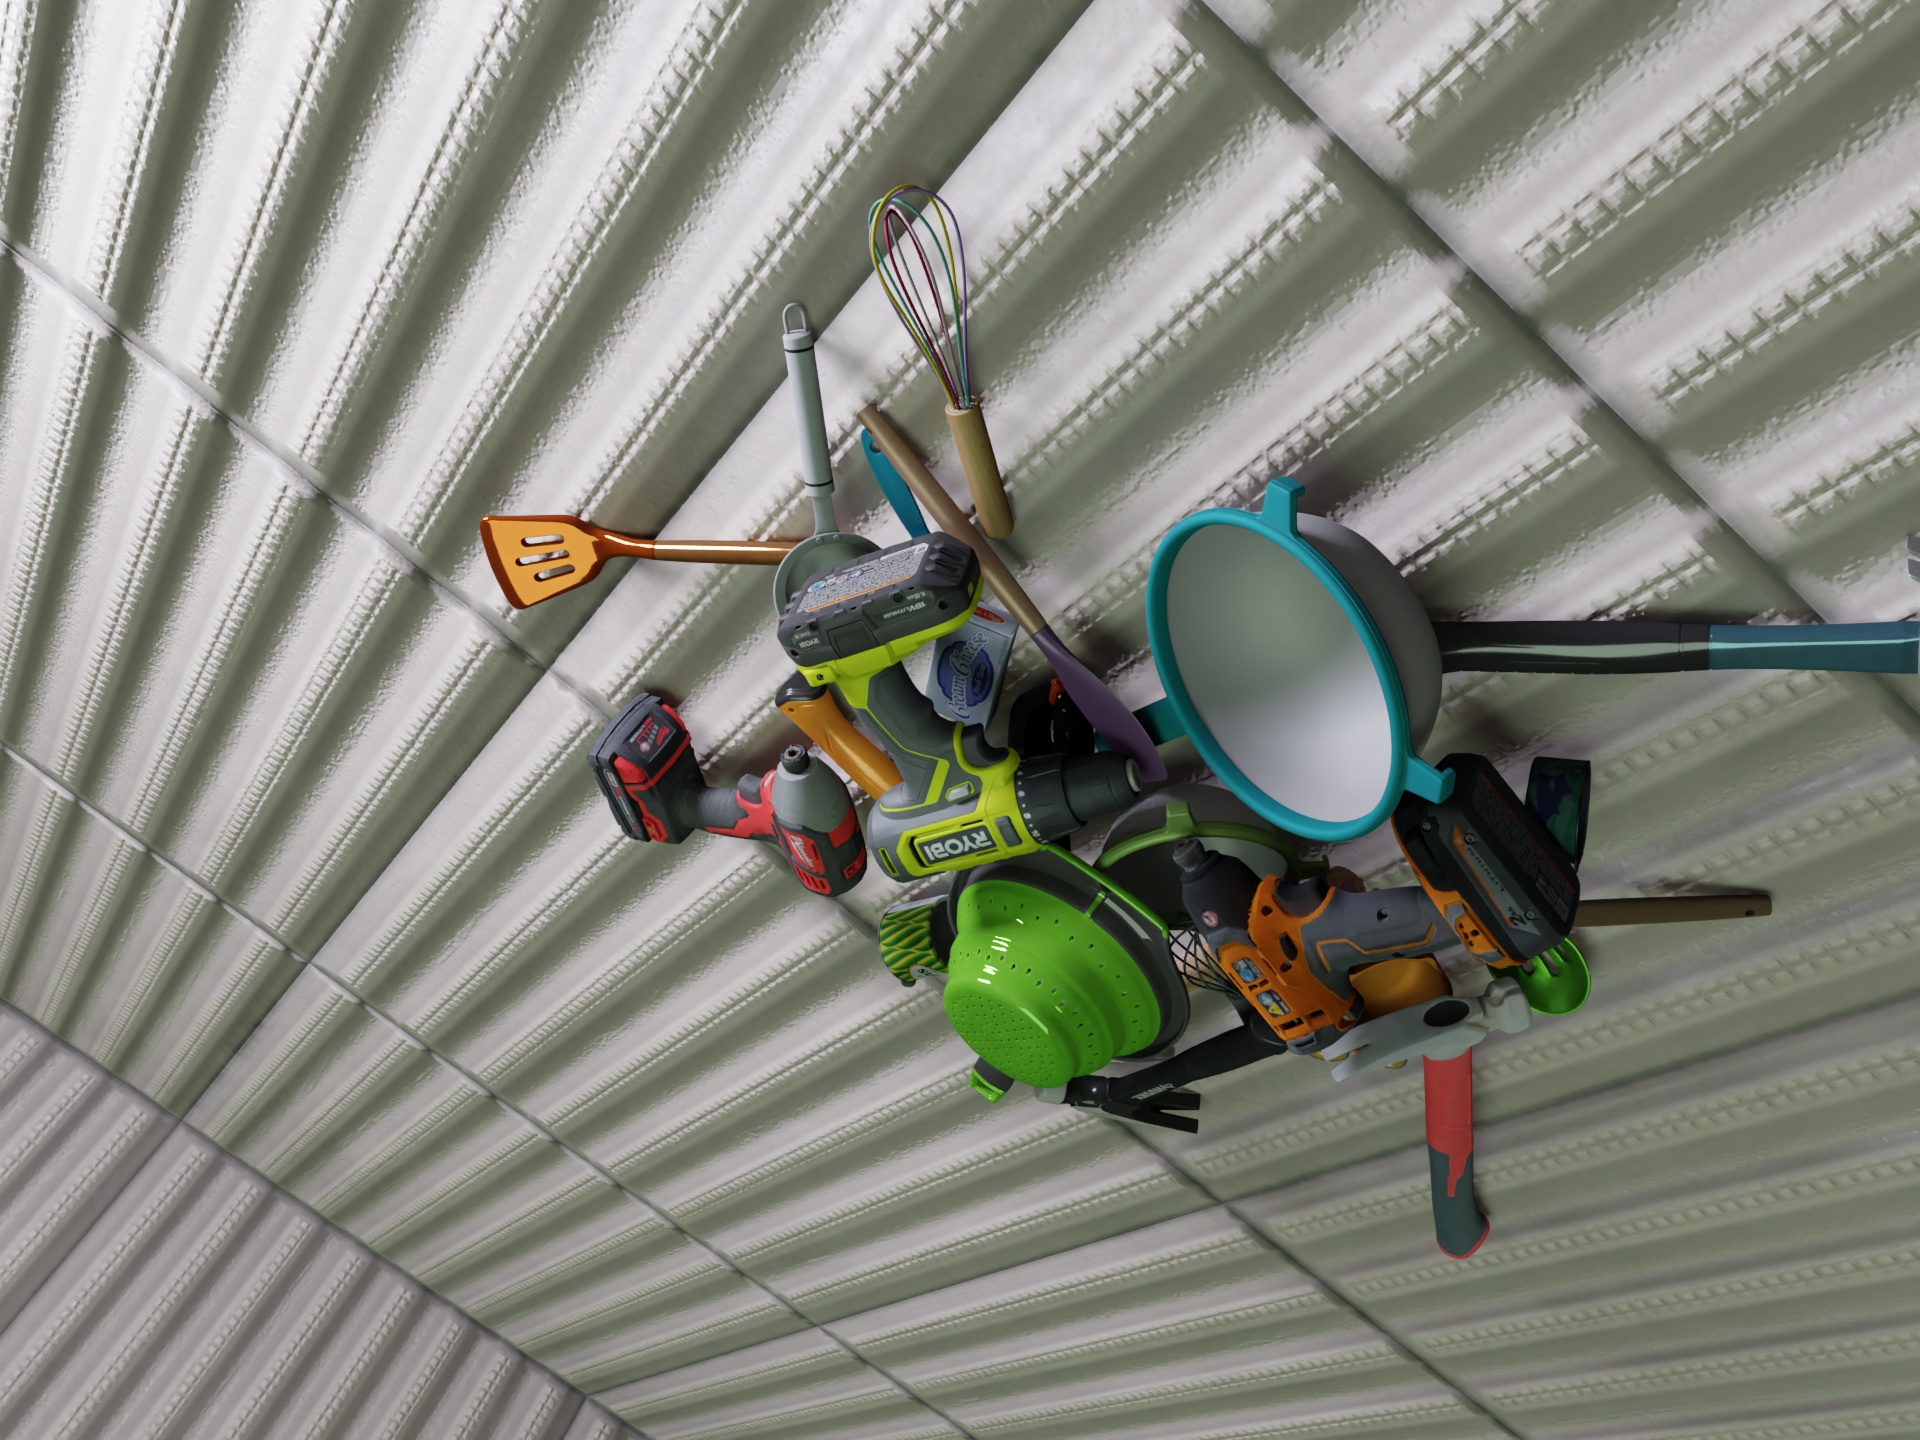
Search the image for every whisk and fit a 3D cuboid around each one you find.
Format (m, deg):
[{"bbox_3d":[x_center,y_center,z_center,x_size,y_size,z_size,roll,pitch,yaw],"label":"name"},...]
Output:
[{"bbox_3d":[-0.008,-0.208,0.965,0.051,0.047,0.244,3,136,25],"label":"whisk"},{"bbox_3d":[0.206,0.202,1.188,0.055,0.055,0.238,0,148,29],"label":"whisk"}]

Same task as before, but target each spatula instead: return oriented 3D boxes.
[{"bbox_3d":[-0.205,-0.119,1.163,0.323,0.041,0.081,4,125,24],"label":"spatula"},{"bbox_3d":[0.036,-0.080,1.048,0.316,0.018,0.060,51,159,-9],"label":"spatula"}]

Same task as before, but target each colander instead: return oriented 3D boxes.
[{"bbox_3d":[0.040,0.241,1.220,0.204,0.094,0.396,35,146,11],"label":"colander"}]

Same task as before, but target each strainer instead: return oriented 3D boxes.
[{"bbox_3d":[0.190,-0.029,1.001,0.211,0.095,0.340,62,157,1],"label":"strainer"},{"bbox_3d":[-0.091,-0.149,1.055,0.087,0.050,0.258,-8,120,-3],"label":"strainer"},{"bbox_3d":[0.132,0.111,1.169,0.151,0.069,0.256,21,142,-30],"label":"strainer"}]

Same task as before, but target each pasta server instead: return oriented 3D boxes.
[{"bbox_3d":[0.366,0.125,1.060,0.316,0.040,0.060,-5,132,15],"label":"pasta server"}]

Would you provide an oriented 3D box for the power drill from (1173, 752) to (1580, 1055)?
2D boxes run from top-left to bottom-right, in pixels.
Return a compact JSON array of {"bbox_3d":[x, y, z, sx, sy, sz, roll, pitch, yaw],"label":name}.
[{"bbox_3d":[0.248,0.109,1.004,0.164,0.084,0.226,50,131,-6],"label":"power drill"}]

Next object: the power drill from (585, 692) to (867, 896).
[{"bbox_3d":[-0.182,0.057,1.272,0.220,0.079,0.143,14,140,26],"label":"power drill"}]

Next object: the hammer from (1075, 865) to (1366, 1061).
[{"bbox_3d":[0.188,0.196,1.246,0.130,0.031,0.331,27,137,-23],"label":"hammer"}]

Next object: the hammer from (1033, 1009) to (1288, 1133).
[{"bbox_3d":[0.186,0.277,1.263,0.146,0.035,0.334,16,153,-14],"label":"hammer"}]

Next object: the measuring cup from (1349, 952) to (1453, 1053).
[{"bbox_3d":[0.270,0.177,1.148,0.173,0.052,0.095,23,115,-15],"label":"measuring cup"}]

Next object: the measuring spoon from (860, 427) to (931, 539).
[{"bbox_3d":[-0.029,-0.142,1.065,0.042,0.021,0.128,-12,115,40],"label":"measuring spoon"}]

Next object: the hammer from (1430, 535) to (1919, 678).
[{"bbox_3d":[0.411,-0.040,0.903,0.331,0.033,0.128,1,132,28],"label":"hammer"}]

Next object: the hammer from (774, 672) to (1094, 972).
[{"bbox_3d":[-0.024,0.088,1.272,0.336,0.034,0.127,45,135,-17],"label":"hammer"}]

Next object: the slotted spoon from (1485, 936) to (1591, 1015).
[{"bbox_3d":[0.327,0.088,1.082,0.313,0.031,0.070,47,136,-16],"label":"slotted spoon"}]

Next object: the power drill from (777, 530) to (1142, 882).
[{"bbox_3d":[-0.002,-0.003,1.053,0.190,0.080,0.228,-16,118,21],"label":"power drill"}]

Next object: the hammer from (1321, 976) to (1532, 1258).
[{"bbox_3d":[0.365,0.330,1.233,0.143,0.038,0.385,-19,136,1],"label":"hammer"}]
